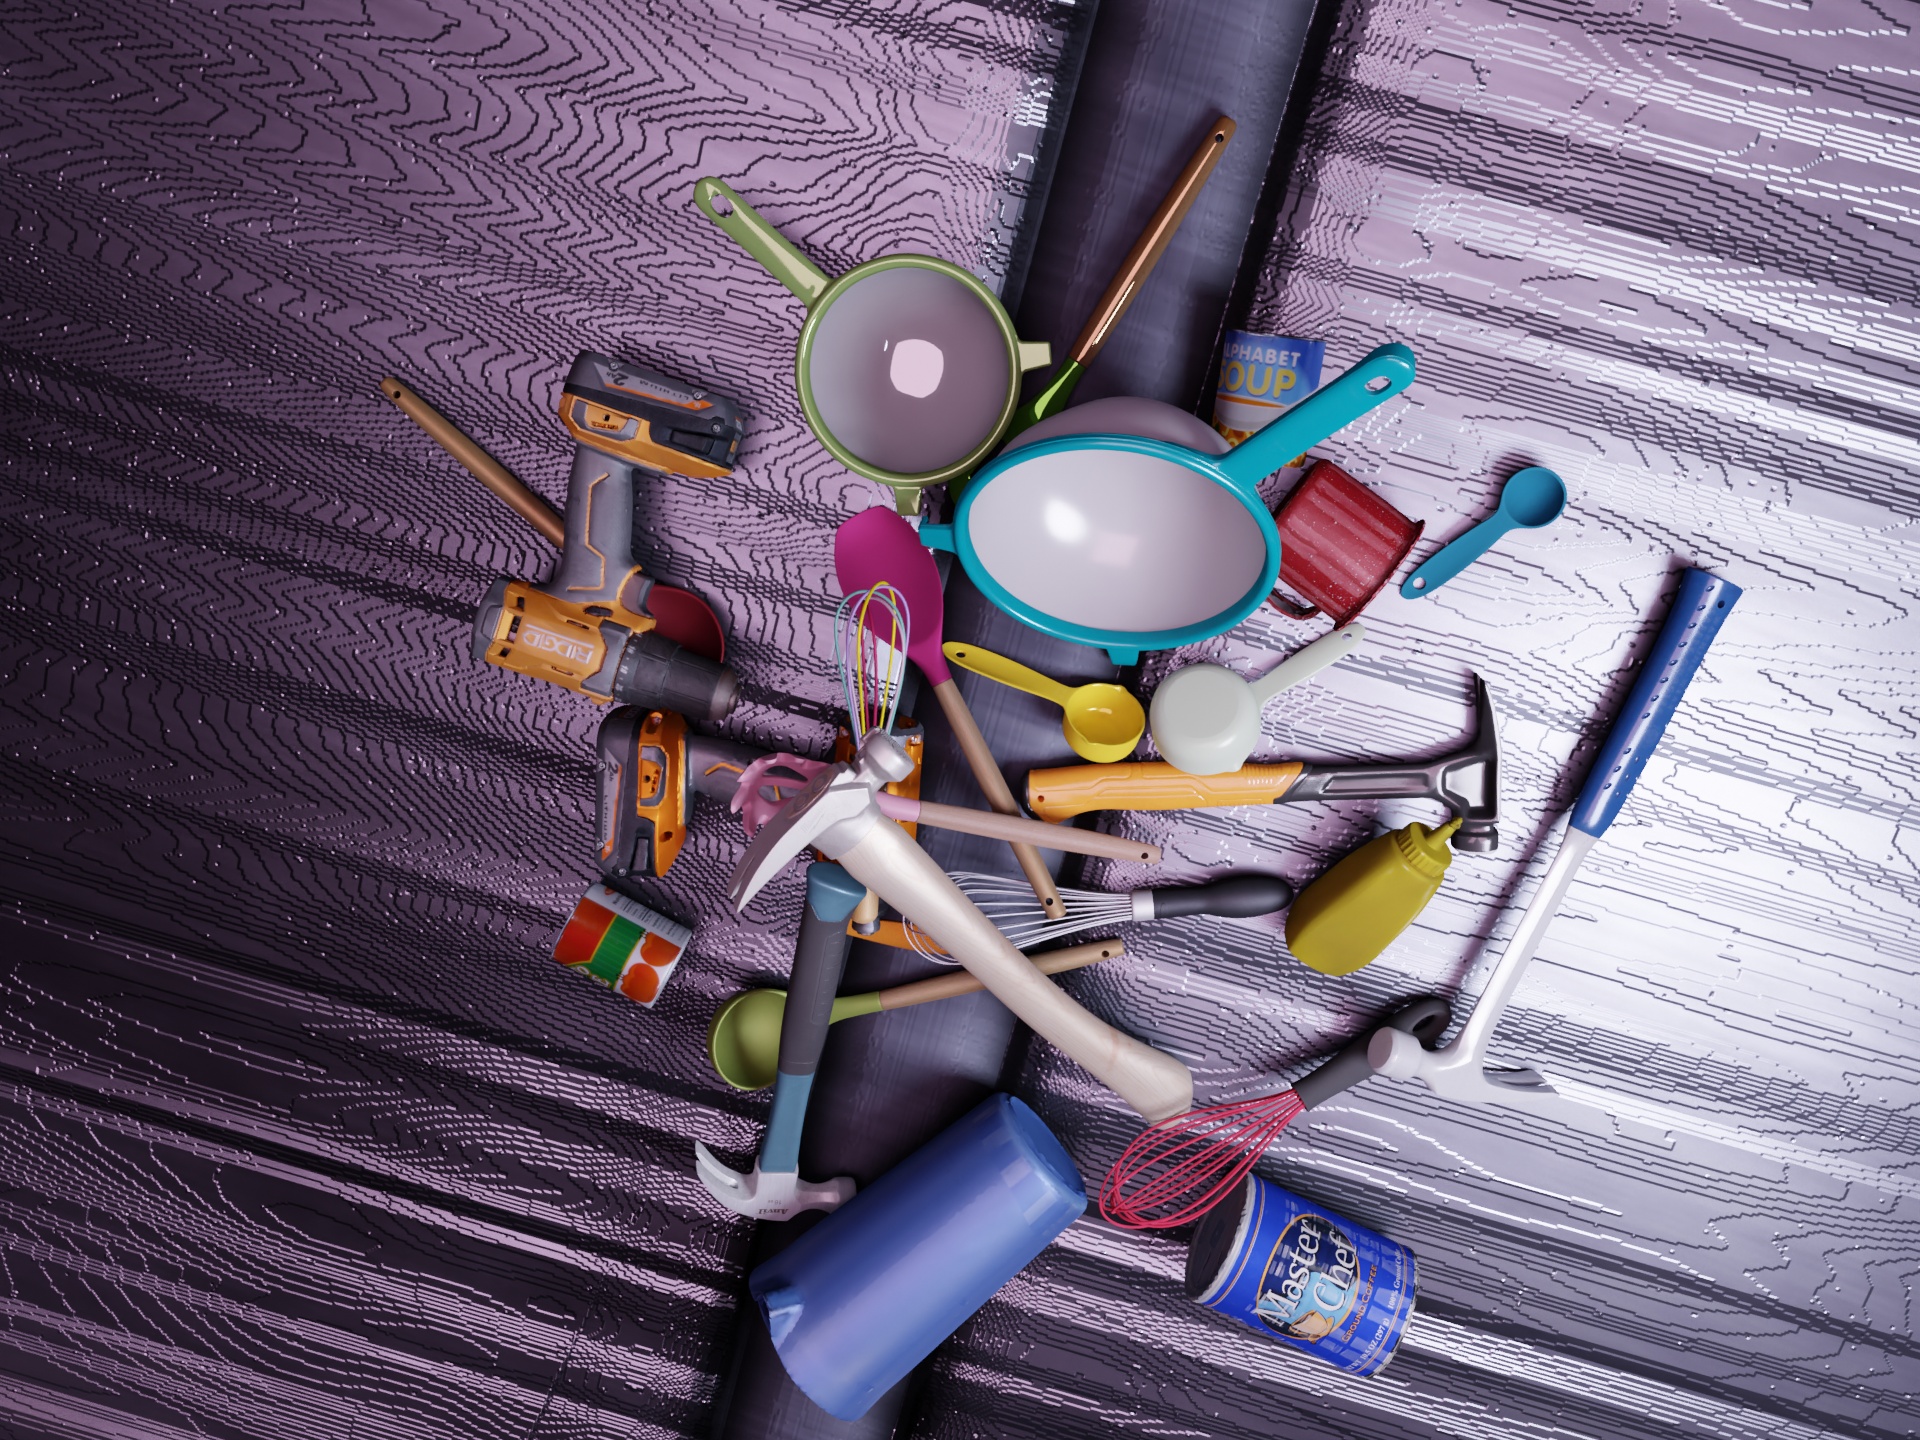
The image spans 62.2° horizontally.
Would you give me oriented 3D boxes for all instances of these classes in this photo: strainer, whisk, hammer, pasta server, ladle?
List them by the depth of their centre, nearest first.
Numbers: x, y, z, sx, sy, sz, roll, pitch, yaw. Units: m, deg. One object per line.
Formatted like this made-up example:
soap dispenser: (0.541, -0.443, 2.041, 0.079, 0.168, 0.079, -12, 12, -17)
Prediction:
strainer: (0.144, -0.165, 0.997, 0.210, 0.095, 0.340, 30, 143, -26)
strainer: (-0.071, -0.270, 1.065, 0.256, 0.069, 0.151, 41, 106, -4)
pasta server: (-0.003, 0.069, 1.076, 0.316, 0.040, 0.060, 12, 107, -20)
whisk: (-0.064, 0.025, 1.083, 0.051, 0.047, 0.245, 2, 107, -5)
hammer: (0.024, 0.178, 1.098, 0.146, 0.038, 0.410, -44, 120, 3)
hammer: (0.433, 0.088, 1.108, 0.144, 0.035, 0.405, 20, 102, -17)
hammer: (0.210, 0.038, 1.129, 0.337, 0.034, 0.127, -3, 104, 6)
ladle: (-0.293, -0.137, 1.141, 0.315, 0.031, 0.069, 42, 95, -3)
hammer: (-0.115, 0.240, 1.152, 0.128, 0.033, 0.330, 4, 121, -15)
whisk: (0.100, 0.138, 1.156, 0.284, 0.070, 0.070, -4, 103, 2)
whisk: (0.231, 0.285, 1.160, 0.296, 0.073, 0.073, -31, 99, -2)
ladle: (-0.034, 0.209, 1.185, 0.320, 0.062, 0.078, -14, 108, 6)

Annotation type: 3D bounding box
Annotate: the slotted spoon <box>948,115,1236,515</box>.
slotted spoon: (0.091, -0.265, 1.072, 0.070, 0.031, 0.313, 31, 103, -10)

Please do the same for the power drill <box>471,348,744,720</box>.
power drill: (-0.216, -0.118, 1.093, 0.185, 0.084, 0.226, 19, 94, -1)

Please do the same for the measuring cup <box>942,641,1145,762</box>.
measuring cup: (0.056, -0.016, 1.133, 0.156, 0.062, 0.029, 24, 141, 13)

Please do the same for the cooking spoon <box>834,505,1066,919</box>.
cooking spoon: (-0.002, -0.004, 1.124, 0.069, 0.017, 0.319, -27, 89, 5)

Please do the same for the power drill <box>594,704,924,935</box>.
power drill: (-0.144, 0.071, 1.151, 0.226, 0.084, 0.164, 4, 104, 0)

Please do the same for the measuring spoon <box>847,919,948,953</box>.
measuring spoon: (-0.056, 0.161, 1.197, 0.117, 0.011, 0.021, 9, 104, 3)

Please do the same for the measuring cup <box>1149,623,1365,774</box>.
measuring cup: (0.207, -0.027, 1.099, 0.167, 0.038, 0.083, -31, 62, 2)

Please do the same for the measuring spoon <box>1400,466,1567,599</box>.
measuring spoon: (0.354, -0.126, 1.088, 0.128, 0.021, 0.042, -39, 98, 22)
